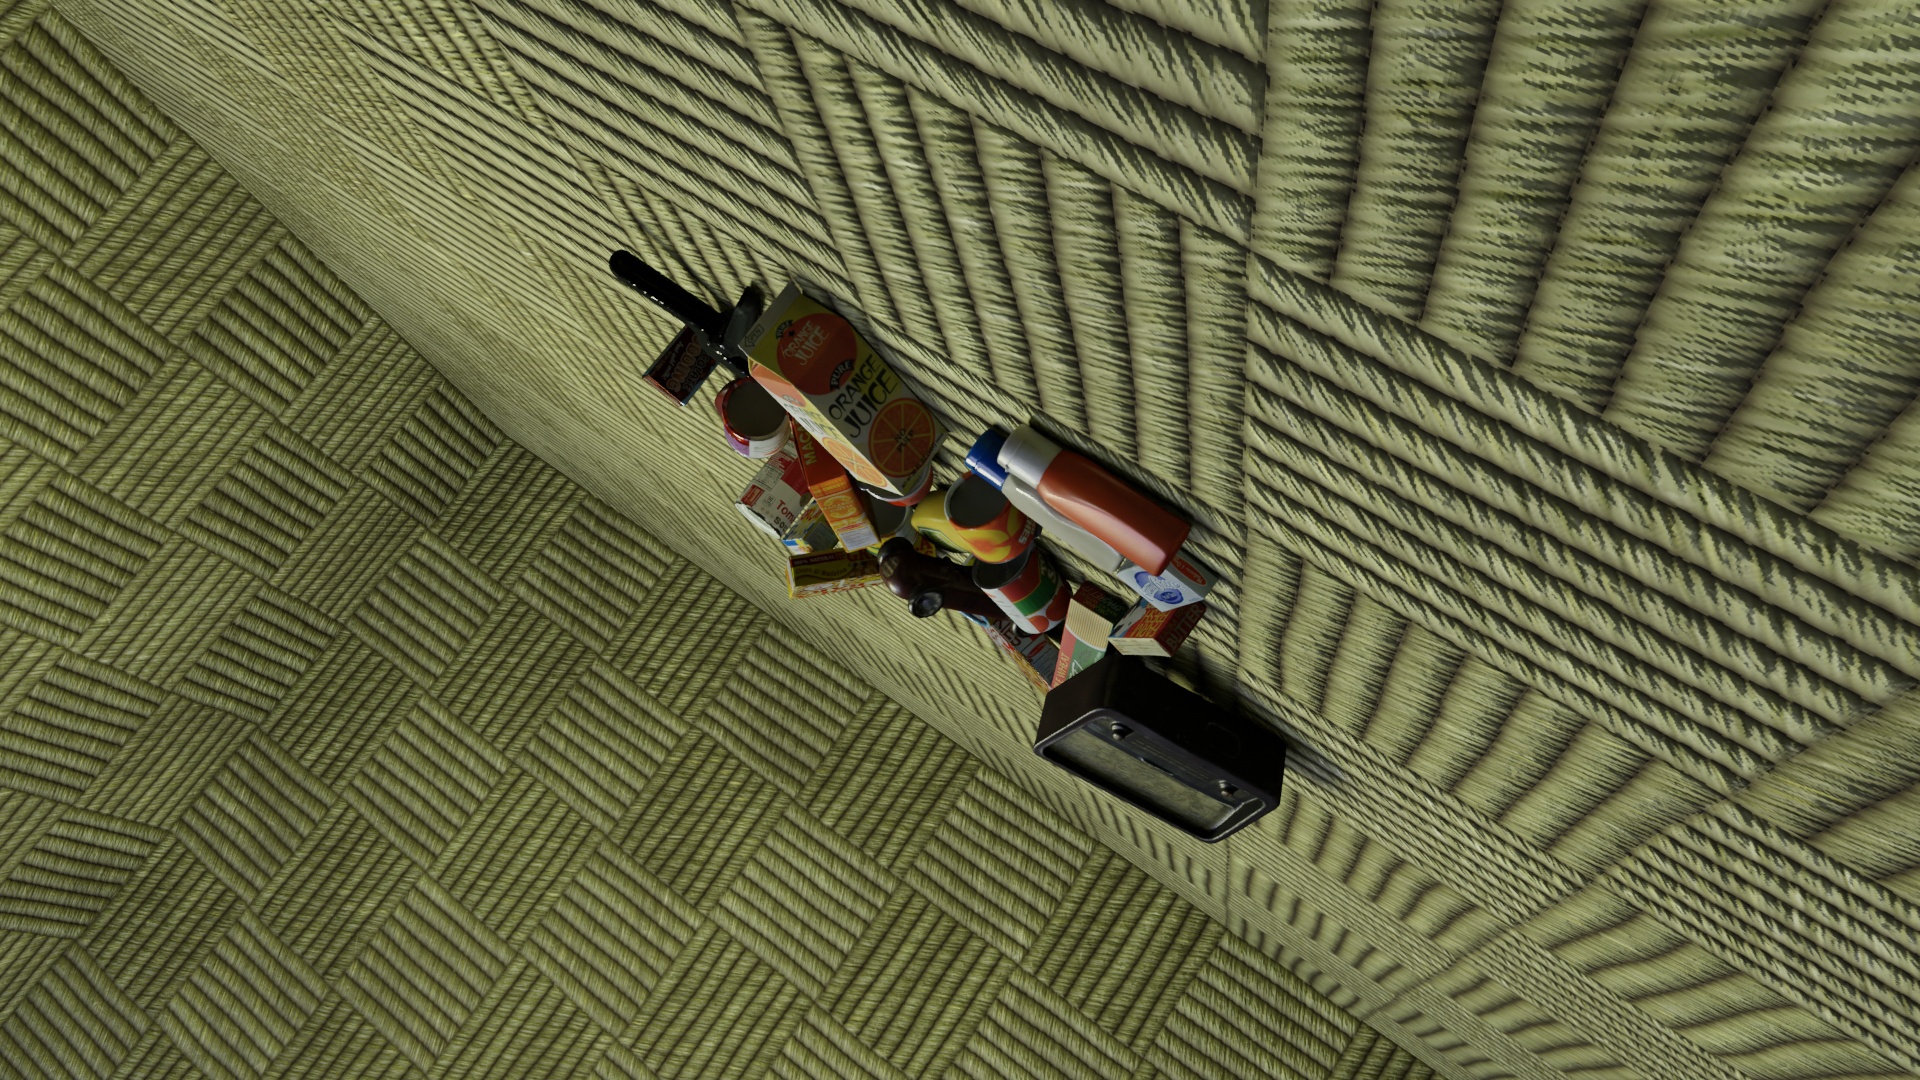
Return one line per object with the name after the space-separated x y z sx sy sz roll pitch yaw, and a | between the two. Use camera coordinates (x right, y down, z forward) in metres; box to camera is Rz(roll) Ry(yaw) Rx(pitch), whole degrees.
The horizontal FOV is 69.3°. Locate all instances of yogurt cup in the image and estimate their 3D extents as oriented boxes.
-0.056 -0.064 1.286 0.072 0.072 0.054 33 175 15 | yogurt cup

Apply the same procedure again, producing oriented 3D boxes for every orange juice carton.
-0.102 -0.126 1.157 0.073 0.072 0.192 20 160 50 | orange juice carton

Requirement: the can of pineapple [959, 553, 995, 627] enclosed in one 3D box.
0.024 0.055 1.513 0.071 0.058 0.071 34 167 9 | can of pineapple

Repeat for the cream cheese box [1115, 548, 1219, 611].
0.164 0.028 1.113 0.053 0.024 0.103 38 167 -2 | cream cheese box

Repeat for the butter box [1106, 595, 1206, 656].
0.168 0.073 1.199 0.024 0.053 0.103 42 166 -10 | butter box

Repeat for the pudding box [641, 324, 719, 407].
-0.273 -0.180 1.395 0.049 0.084 0.030 42 166 -20 | pudding box

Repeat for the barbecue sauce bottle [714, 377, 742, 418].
-0.219 -0.146 1.470 0.065 0.044 0.148 40 167 -14 | barbecue sauce bottle

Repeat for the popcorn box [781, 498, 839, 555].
-0.167 -0.022 1.687 0.038 0.085 0.126 41 167 -14 | popcorn box

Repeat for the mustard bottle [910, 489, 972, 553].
0.005 -0.017 1.322 0.065 0.049 0.160 35 169 -19 | mustard bottle

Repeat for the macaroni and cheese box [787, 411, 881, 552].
-0.122 -0.075 1.320 0.166 0.040 0.124 68 -175 -67 | macaroni and cheese box

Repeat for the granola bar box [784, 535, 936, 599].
-0.117 0.032 1.604 0.124 0.166 0.039 137 123 -77 | granola bar box

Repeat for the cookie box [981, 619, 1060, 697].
0.077 0.125 1.581 0.168 0.040 0.122 46 173 29 | cookie box

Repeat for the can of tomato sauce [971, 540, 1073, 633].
0.063 0.040 1.343 0.071 0.071 0.083 22 161 49 | can of tomato sauce

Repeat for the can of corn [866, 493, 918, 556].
-0.084 -0.022 1.501 0.071 0.071 0.058 32 166 19 | can of corn

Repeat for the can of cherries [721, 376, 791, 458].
-0.197 -0.120 1.330 0.071 0.071 0.058 36 166 2 | can of cherries

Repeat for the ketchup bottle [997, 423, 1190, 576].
0.097 -0.032 1.029 0.149 0.043 0.064 34 166 11 | ketchup bottle

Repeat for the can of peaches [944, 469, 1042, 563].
0.028 -0.023 1.202 0.071 0.071 0.058 27 164 38 | can of peaches

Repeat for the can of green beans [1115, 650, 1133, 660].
0.156 0.149 1.480 0.058 0.071 0.071 29 165 27 | can of green beans

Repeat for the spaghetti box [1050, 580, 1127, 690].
0.123 0.133 1.408 0.050 0.029 0.248 32 146 19 | spaghetti box

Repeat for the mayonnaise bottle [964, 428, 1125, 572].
0.073 -0.033 1.100 0.148 0.041 0.064 36 166 8 | mayonnaise bottle
